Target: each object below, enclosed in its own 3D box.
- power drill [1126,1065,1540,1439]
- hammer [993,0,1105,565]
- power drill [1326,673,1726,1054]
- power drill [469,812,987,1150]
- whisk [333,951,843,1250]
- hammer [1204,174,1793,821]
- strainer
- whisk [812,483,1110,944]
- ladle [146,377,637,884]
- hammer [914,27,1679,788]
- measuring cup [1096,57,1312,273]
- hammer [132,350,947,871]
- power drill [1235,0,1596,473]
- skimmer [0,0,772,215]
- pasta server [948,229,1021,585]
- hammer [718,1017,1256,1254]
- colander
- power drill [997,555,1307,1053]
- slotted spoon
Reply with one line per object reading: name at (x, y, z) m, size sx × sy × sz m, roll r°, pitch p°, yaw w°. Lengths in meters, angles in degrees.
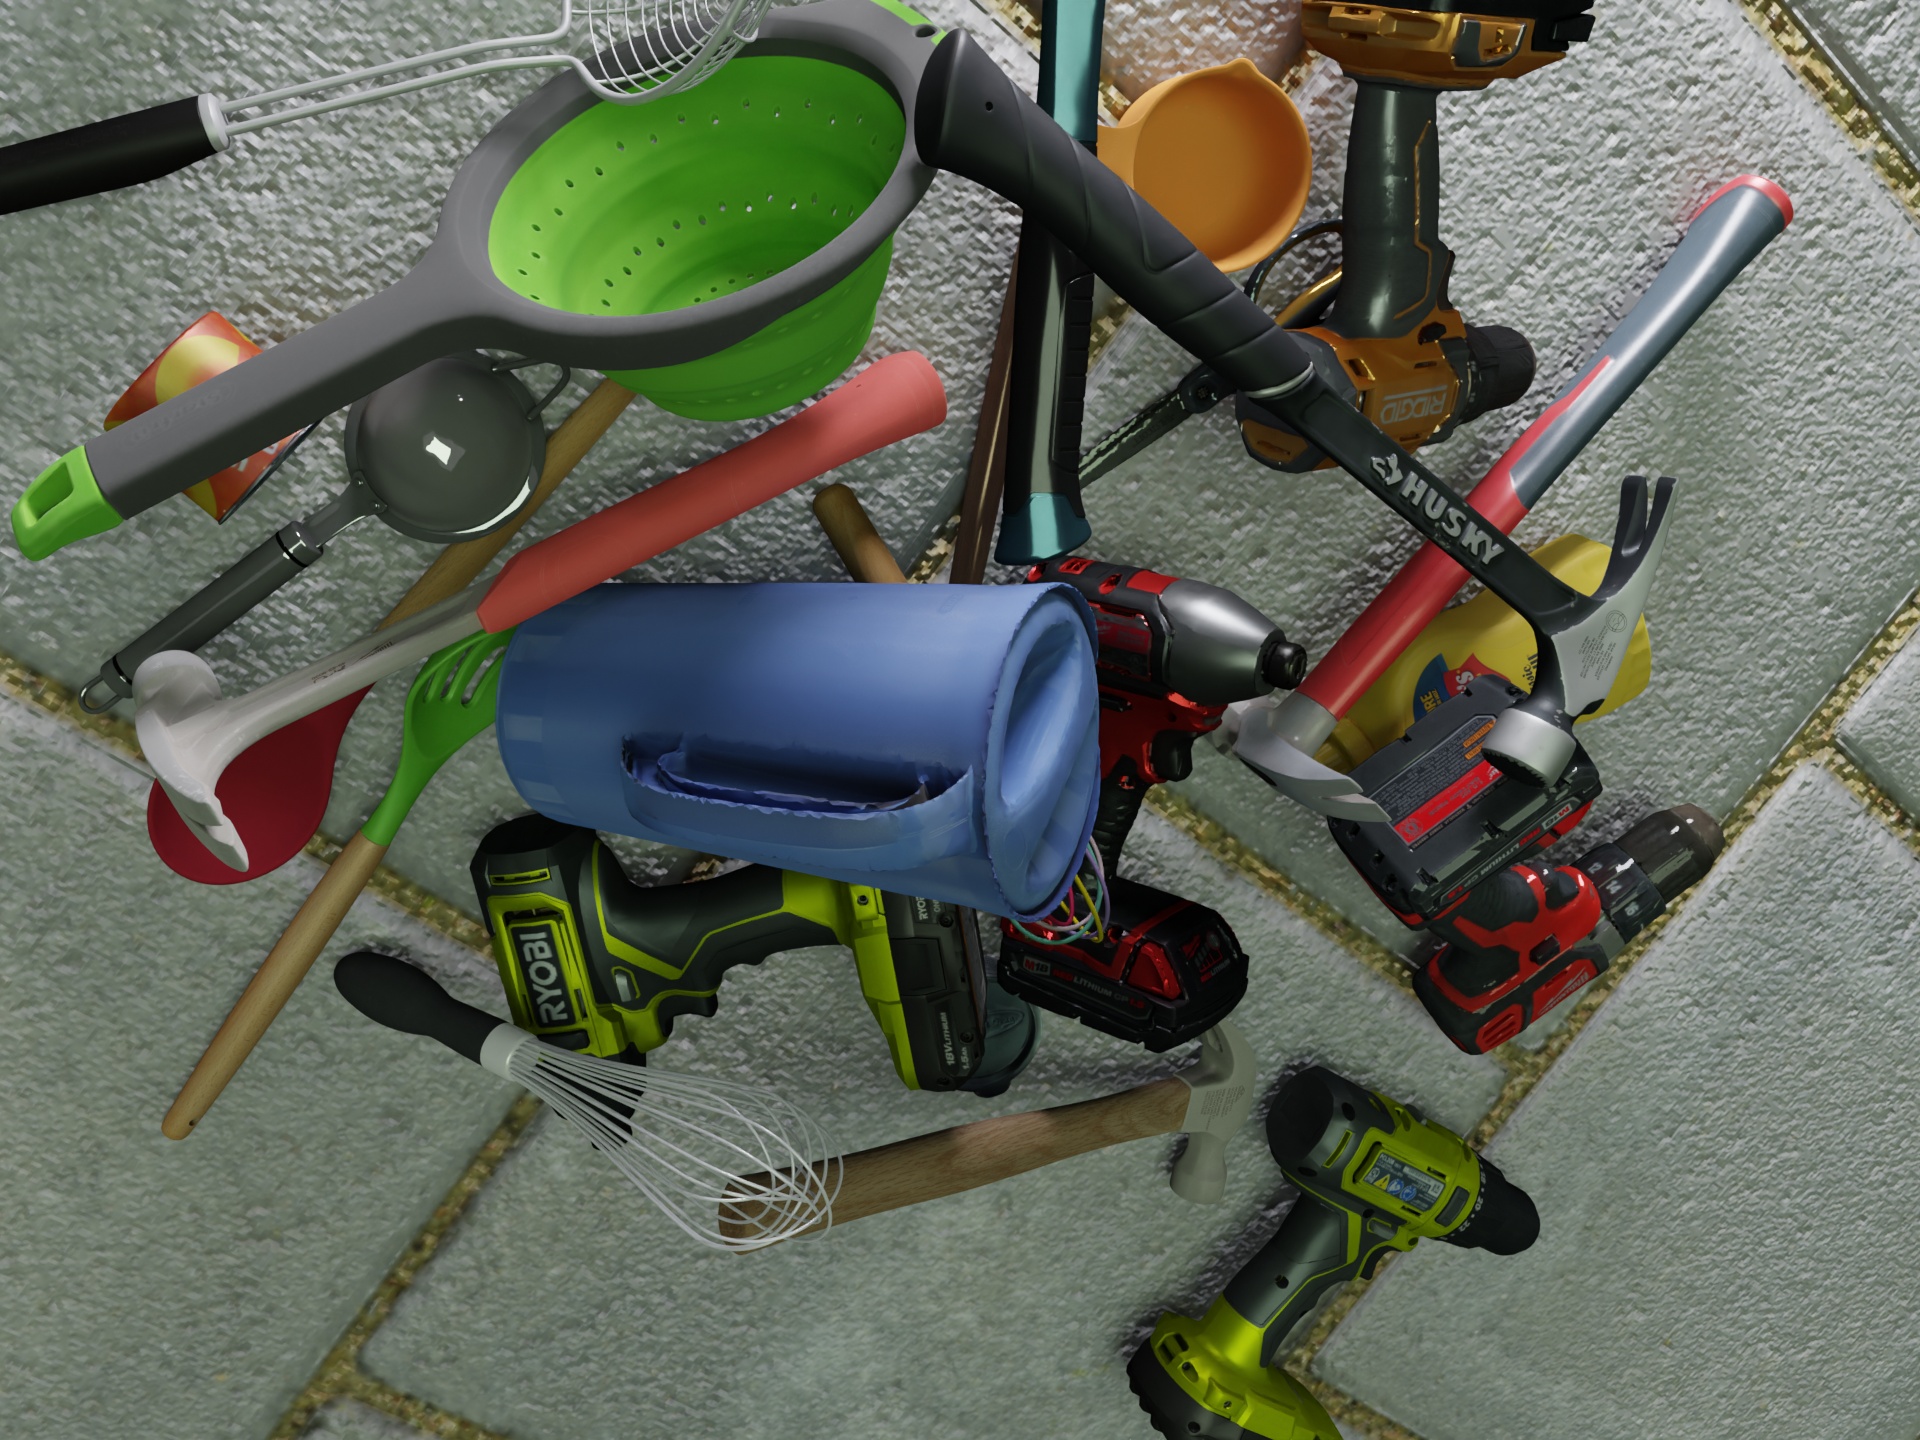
power drill at (0.220, 0.330, 0.925) m, size 0.190 × 0.080 × 0.228 m, roll 30°, pitch 95°, yaw -23°
hammer at (0.045, -0.229, 0.672) m, size 0.128 × 0.033 × 0.331 m, roll 0°, pitch 107°, yaw -12°
power drill at (0.303, 0.072, 0.831) m, size 0.188 × 0.080 × 0.226 m, roll -38°, pitch 135°, yaw 5°
power drill at (-0.104, 0.120, 0.755) m, size 0.223 × 0.080 × 0.171 m, roll -7°, pitch 110°, yaw 6°
whisk at (-0.174, 0.159, 0.699) m, size 0.285 × 0.070 × 0.070 m, roll 18°, pitch 106°, yaw 26°
hammer at (0.280, -0.114, 0.777) m, size 0.038 × 0.143 × 0.386 m, roll 42°, pitch 89°, yaw -22°
strainer at (-0.278, -0.080, 0.685) m, size 0.258 × 0.050 × 0.087 m, roll -36°, pitch 92°, yaw 3°
whisk at (-0.002, -0.002, 0.738) m, size 0.051 × 0.047 × 0.245 m, roll -32°, pitch 85°, yaw 15°
ladle at (-0.242, -0.052, 0.711) m, size 0.315 × 0.031 × 0.069 m, roll -47°, pitch 113°, yaw 1°
hammer at (0.146, -0.131, 0.643) m, size 0.408 × 0.036 × 0.149 m, roll 33°, pitch 86°, yaw -25°
measuring cup at (0.069, -0.254, 0.716) m, size 0.173 × 0.052 × 0.095 m, roll 6°, pitch 105°, yaw -14°
hammer at (-0.153, -0.065, 0.654) m, size 0.359 × 0.149 × 0.036 m, roll -30°, pitch 125°, yaw -21°
power drill at (0.216, -0.230, 0.717) m, size 0.185 × 0.084 × 0.226 m, roll -16°, pitch 123°, yaw -36°
skimmer at (-0.237, -0.263, 0.603) m, size 0.363 × 0.090 × 0.127 m, roll -16°, pitch 72°, yaw -3°
pasta server at (0.006, -0.079, 0.761) m, size 0.060 × 0.040 × 0.316 m, roll 11°, pitch 103°, yaw -3°
hammer at (0.030, 0.210, 0.796) m, size 0.331 × 0.031 × 0.130 m, roll -2°, pitch 109°, yaw -39°
colander at (-0.165, -0.148, 0.631) m, size 0.397 × 0.205 × 0.094 m, roll -31°, pitch 143°, yaw -10°
power drill at (0.090, 0.037, 0.765) m, size 0.078 × 0.143 × 0.219 m, roll -19°, pitch 118°, yaw -50°
slotted spoon at (-0.285, 0.073, 0.733) m, size 0.031 × 0.070 × 0.313 m, roll 41°, pitch 100°, yaw 22°
